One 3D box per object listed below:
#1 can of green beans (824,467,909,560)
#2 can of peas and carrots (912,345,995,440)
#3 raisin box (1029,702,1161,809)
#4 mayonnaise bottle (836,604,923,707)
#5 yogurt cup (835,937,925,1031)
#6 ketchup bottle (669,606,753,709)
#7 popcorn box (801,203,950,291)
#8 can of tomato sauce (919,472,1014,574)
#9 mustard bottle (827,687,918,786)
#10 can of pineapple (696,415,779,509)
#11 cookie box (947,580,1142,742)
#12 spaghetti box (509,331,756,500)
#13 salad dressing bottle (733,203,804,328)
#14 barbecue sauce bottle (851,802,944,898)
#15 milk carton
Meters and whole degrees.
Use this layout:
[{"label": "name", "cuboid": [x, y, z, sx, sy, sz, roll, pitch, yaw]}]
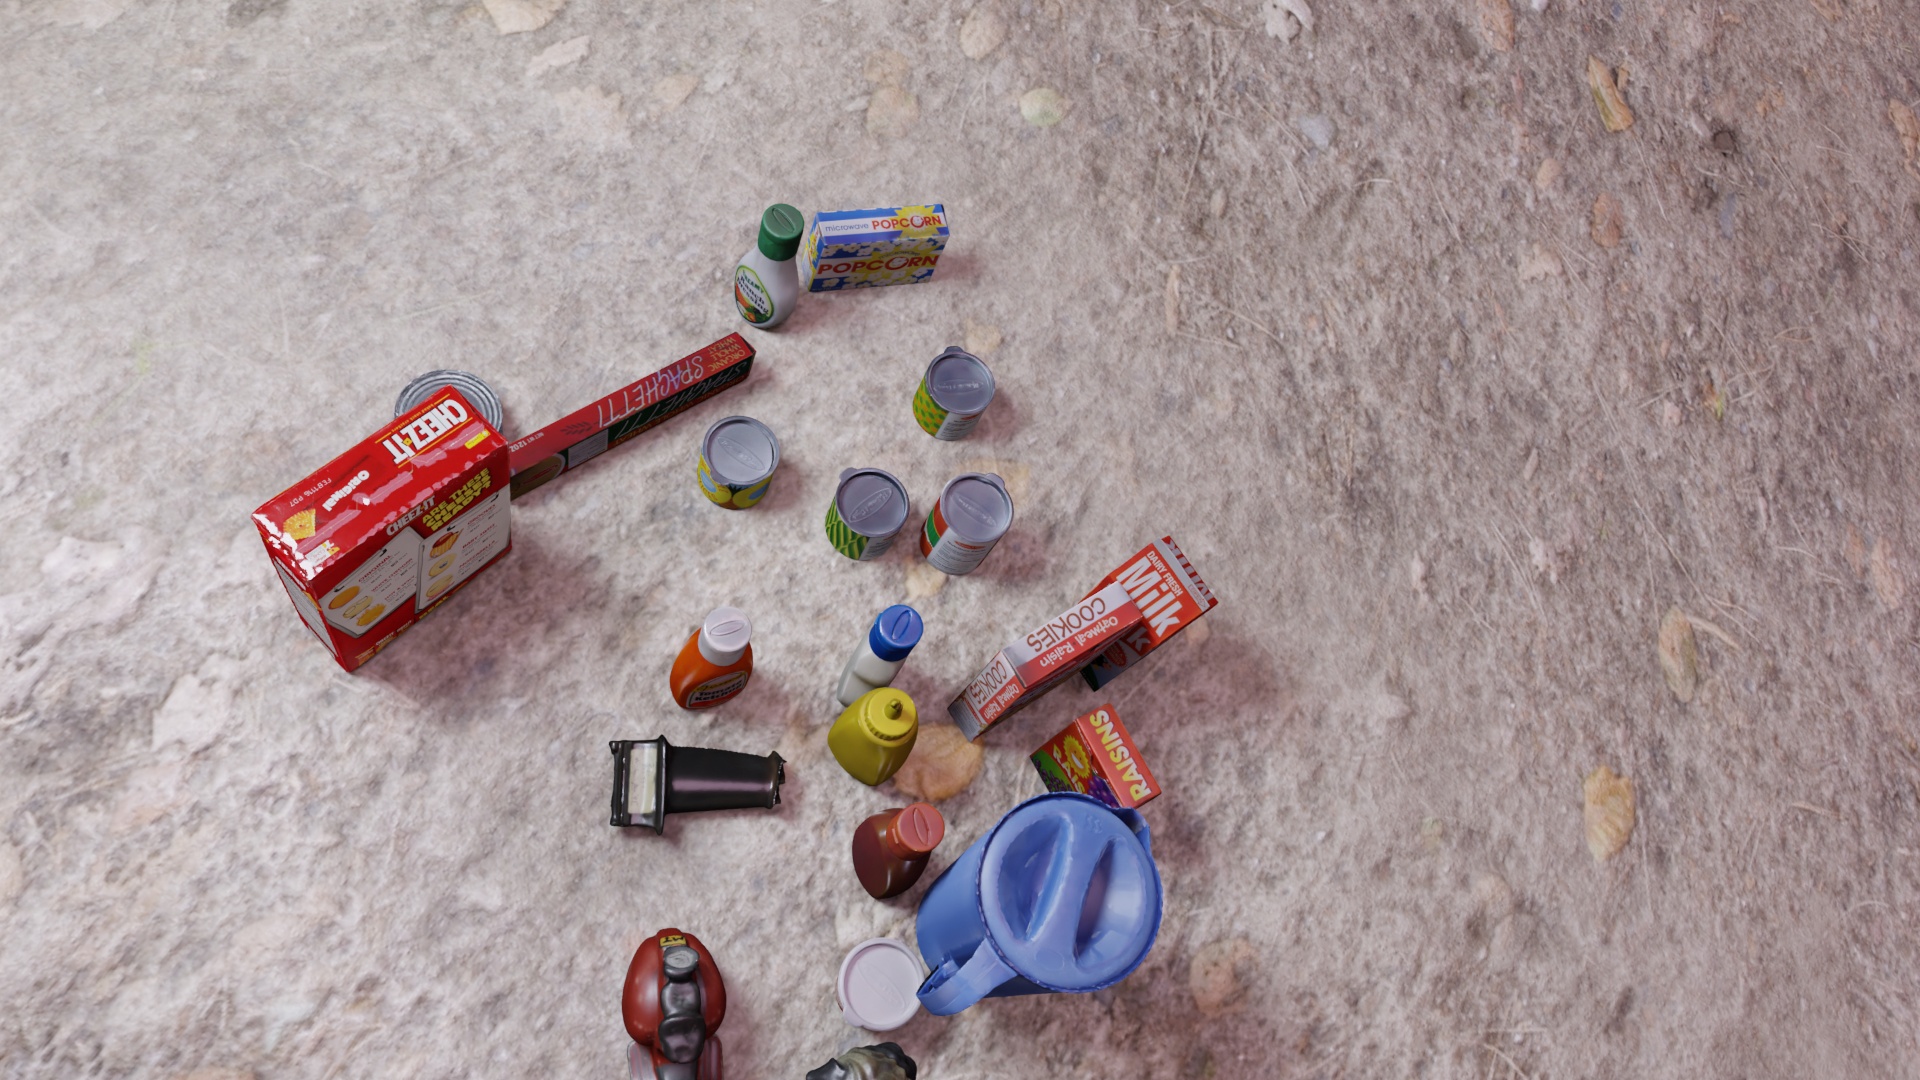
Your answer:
[{"label": "can of green beans", "cuboid": [-0.083, -0.023, 1.227, 0.071, 0.057, 0.071, 6, 66, -14]}, {"label": "can of peas and carrots", "cuboid": [-0.008, -0.137, 1.298, 0.071, 0.058, 0.071, 6, 66, -14]}, {"label": "raisin box", "cuboid": [0.109, 0.193, 1.154, 0.040, 0.123, 0.086, -23, 76, -24]}, {"label": "mayonnaise bottle", "cuboid": [-0.064, 0.093, 1.132, 0.041, 0.147, 0.065, 28, 63, -4]}, {"label": "yogurt cup", "cuboid": [-0.066, 0.346, 1.076, 0.072, 0.053, 0.072, 6, 66, -14]}, {"label": "ketchup bottle", "cuboid": [-0.192, 0.092, 1.095, 0.065, 0.148, 0.043, -16, 73, -22]}, {"label": "popcorn box", "cuboid": [-0.082, -0.278, 1.323, 0.127, 0.085, 0.038, -9, 71, -20]}, {"label": "can of tomato sauce", "cuboid": [0.004, -0.015, 1.236, 0.071, 0.082, 0.071, 6, 66, -14]}, {"label": "mustard bottle", "cuboid": [-0.063, 0.150, 1.101, 0.065, 0.159, 0.049, 44, 63, 4]}, {"label": "can of pineapple", "cuboid": [-0.196, -0.066, 1.213, 0.071, 0.057, 0.071, 6, 66, -14]}, {"label": "cookie box", "cuboid": [0.068, 0.104, 1.156, 0.123, 0.166, 0.040, -29, 79, -25]}, {"label": "spaghetti box", "cuboid": [-0.290, -0.110, 1.208, 0.251, 0.050, 0.029, -32, 80, -26]}, {"label": "salad dressing bottle", "cuboid": [-0.170, -0.246, 1.248, 0.044, 0.147, 0.064, -37, 82, -26]}, {"label": "barbecue sauce bottle", "cuboid": [-0.048, 0.236, 1.075, 0.044, 0.148, 0.065, -11, 71, -20]}, {"label": "milk carton", "cuboid": [0.153, 0.059, 1.188, 0.074, 0.189, 0.072, -31, 79, -25]}]
